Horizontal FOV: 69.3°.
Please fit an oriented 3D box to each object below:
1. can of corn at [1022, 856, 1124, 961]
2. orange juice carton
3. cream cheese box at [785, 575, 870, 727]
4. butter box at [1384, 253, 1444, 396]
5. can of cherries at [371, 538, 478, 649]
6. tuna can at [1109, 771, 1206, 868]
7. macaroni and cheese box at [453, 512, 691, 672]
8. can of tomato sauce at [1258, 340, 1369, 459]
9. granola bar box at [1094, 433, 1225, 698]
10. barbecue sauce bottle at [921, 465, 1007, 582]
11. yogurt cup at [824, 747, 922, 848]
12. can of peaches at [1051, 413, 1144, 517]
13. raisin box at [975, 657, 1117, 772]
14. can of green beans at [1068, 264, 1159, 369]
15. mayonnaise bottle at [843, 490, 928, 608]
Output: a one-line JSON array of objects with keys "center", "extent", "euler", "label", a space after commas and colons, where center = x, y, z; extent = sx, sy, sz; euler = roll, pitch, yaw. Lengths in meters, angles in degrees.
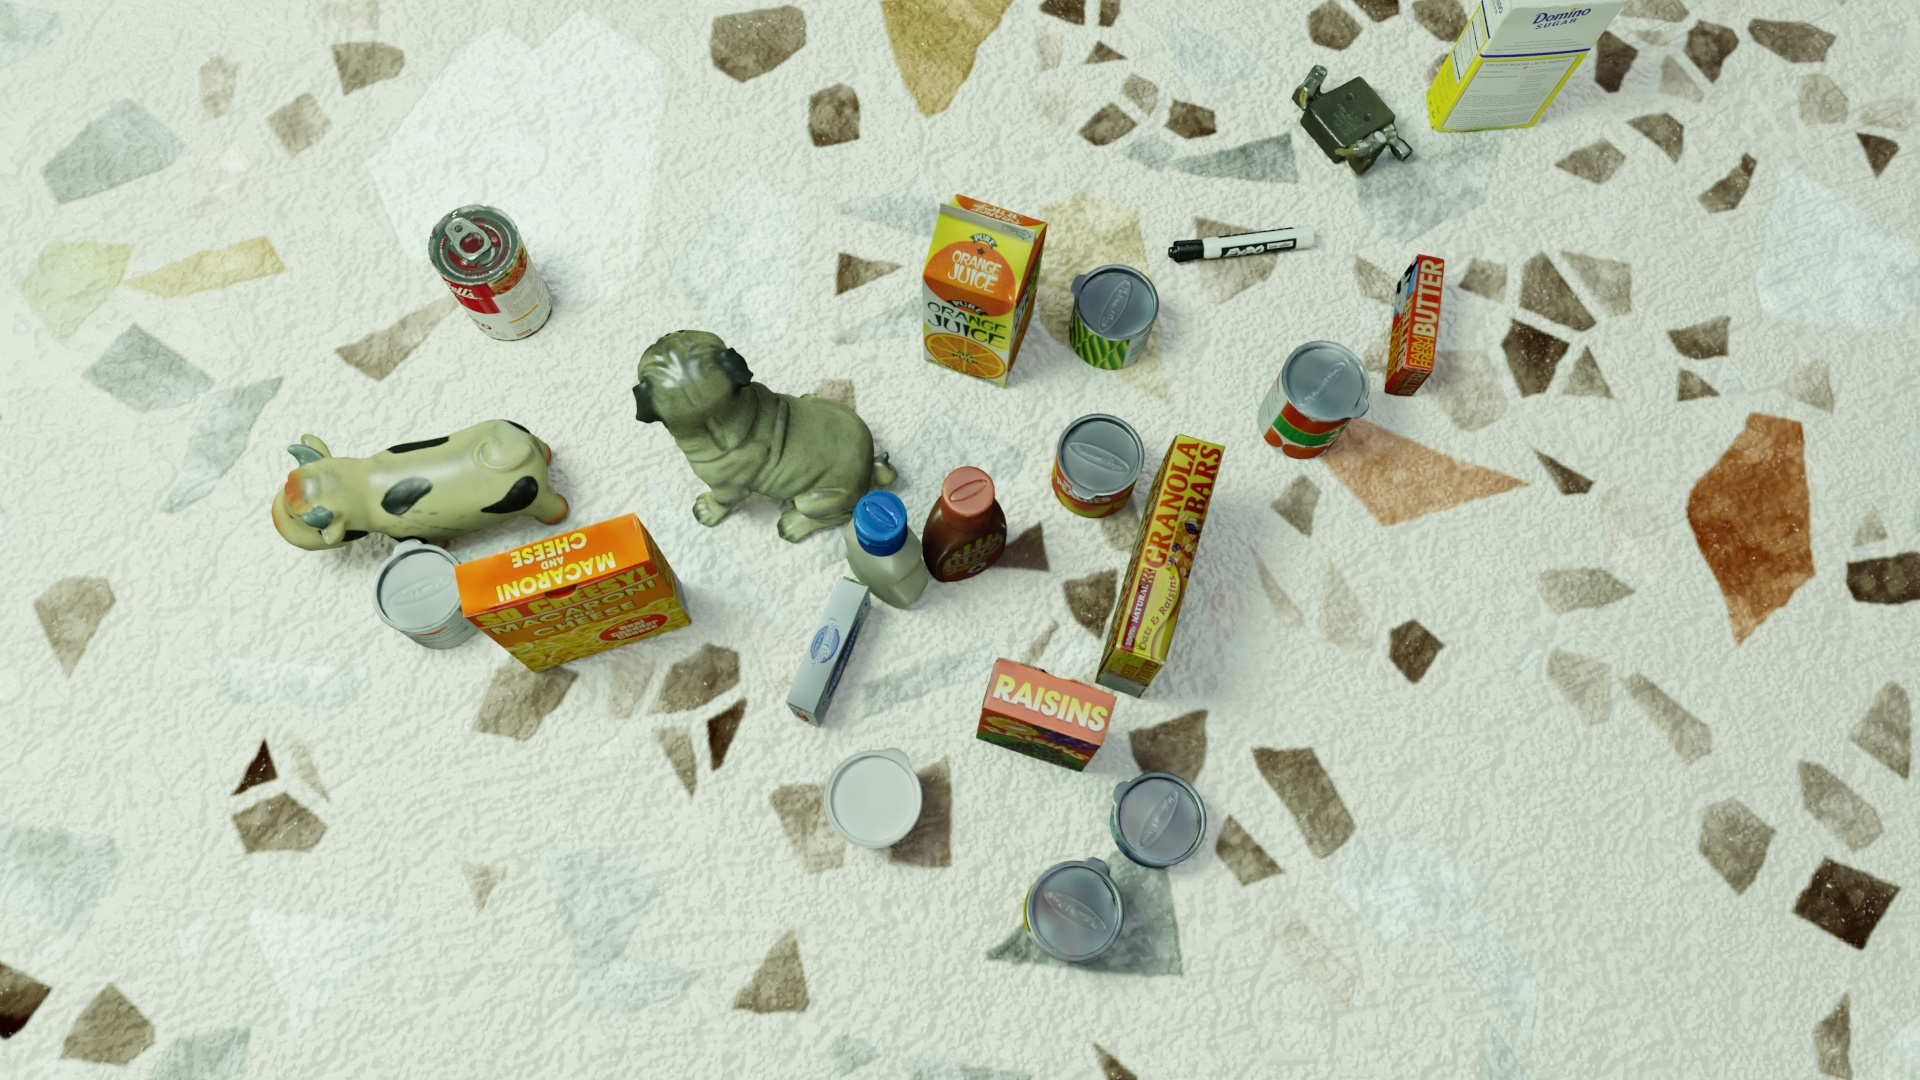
[{"center": [0.079, 0.256, 0.965], "extent": [0.071, 0.058, 0.071], "euler": [0, 72, -1], "label": "can of corn"}, {"center": [0.017, -0.193, 1.038], "extent": [0.072, 0.192, 0.073], "euler": [20, 73, 5], "label": "orange juice carton"}, {"center": [-0.096, 0.082, 1.020], "extent": [0.024, 0.053, 0.104], "euler": [21, 73, 5], "label": "cream cheese box"}, {"center": [0.364, -0.171, 1.113], "extent": [0.024, 0.053, 0.104], "euler": [12, 72, 2], "label": "butter box"}, {"center": [-0.390, 0.040, 1.023], "extent": [0.071, 0.058, 0.071], "euler": [0, 72, -1], "label": "can of cherries"}, {"center": [0.139, 0.200, 0.998], "extent": [0.071, 0.032, 0.071], "euler": [0, 72, -1], "label": "tuna can"}, {"center": [-0.264, 0.040, 0.970], "extent": [0.124, 0.166, 0.040], "euler": [-17, 74, -7], "label": "macaroni and cheese box"}, {"center": [0.273, -0.106, 1.074], "extent": [0.071, 0.083, 0.071], "euler": [0, 73, -1], "label": "can of tomato sauce"}, {"center": [0.142, 0.021, 1.008], "extent": [0.039, 0.124, 0.166], "euler": [17, 73, 4], "label": "granola bar box"}, {"center": [0.004, -0.013, 1.003], "extent": [0.065, 0.148, 0.044], "euler": [-25, 75, -9], "label": "barbecue sauce bottle"}, {"center": [-0.061, 0.186, 0.987], "extent": [0.072, 0.053, 0.072], "euler": [0, 72, -1], "label": "yogurt cup"}, {"center": [0.103, -0.055, 1.066], "extent": [0.071, 0.058, 0.071], "euler": [0, 72, -1], "label": "can of peaches"}, {"center": [0.058, 0.124, 0.973], "extent": [0.086, 0.123, 0.040], "euler": [18, 73, 4], "label": "raisin box"}, {"center": [0.121, -0.177, 1.106], "extent": [0.071, 0.057, 0.071], "euler": [0, 72, -1], "label": "can of green beans"}, {"center": [-0.054, 0.005, 0.996], "extent": [0.065, 0.147, 0.041], "euler": [38, 76, 10], "label": "mayonnaise bottle"}]
